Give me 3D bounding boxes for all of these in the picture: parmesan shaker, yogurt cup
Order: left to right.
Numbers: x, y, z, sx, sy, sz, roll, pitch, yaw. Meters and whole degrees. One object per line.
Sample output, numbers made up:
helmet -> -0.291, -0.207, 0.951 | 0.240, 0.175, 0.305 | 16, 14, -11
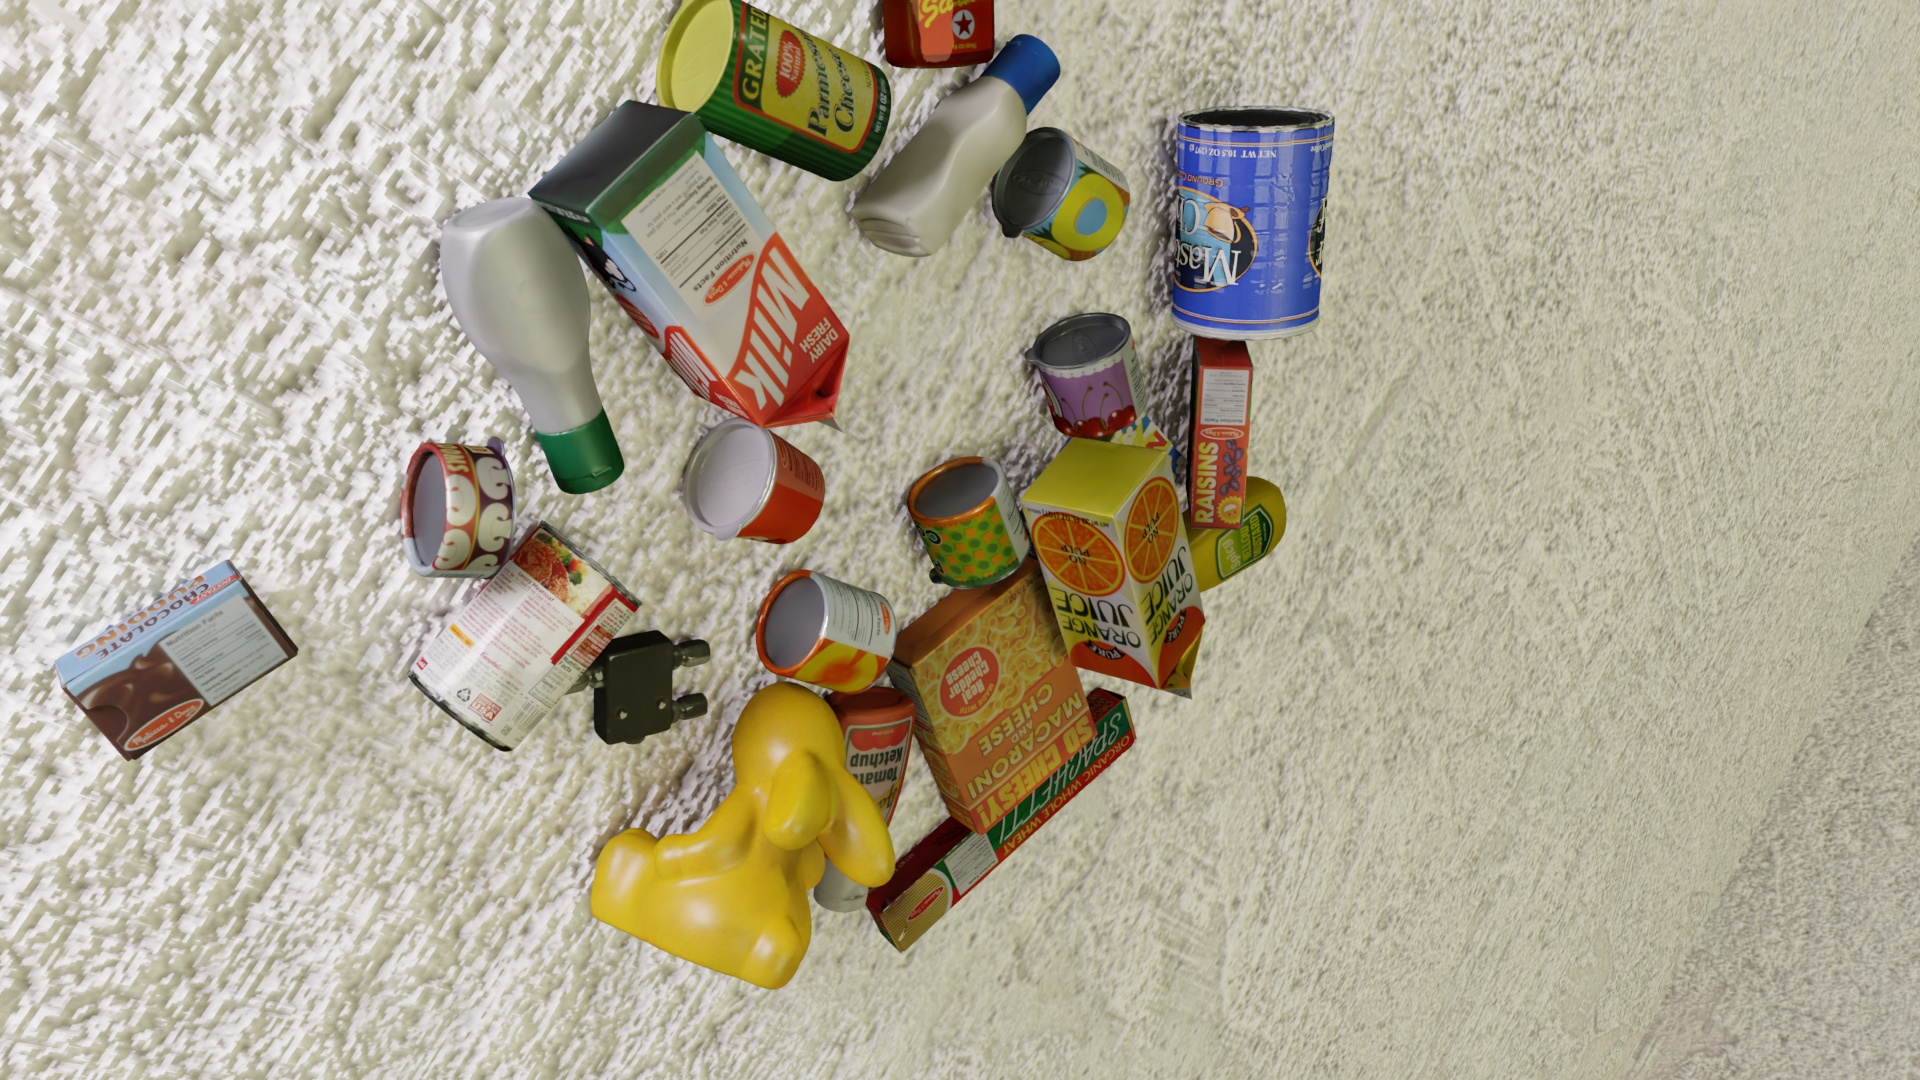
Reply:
yogurt cup -> -0.113, -0.030, 0.781 | 0.054, 0.072, 0.072 | 24, 92, -52
parmesan shaker -> -0.094, -0.233, 0.710 | 0.103, 0.071, 0.071 | 10, 101, -43

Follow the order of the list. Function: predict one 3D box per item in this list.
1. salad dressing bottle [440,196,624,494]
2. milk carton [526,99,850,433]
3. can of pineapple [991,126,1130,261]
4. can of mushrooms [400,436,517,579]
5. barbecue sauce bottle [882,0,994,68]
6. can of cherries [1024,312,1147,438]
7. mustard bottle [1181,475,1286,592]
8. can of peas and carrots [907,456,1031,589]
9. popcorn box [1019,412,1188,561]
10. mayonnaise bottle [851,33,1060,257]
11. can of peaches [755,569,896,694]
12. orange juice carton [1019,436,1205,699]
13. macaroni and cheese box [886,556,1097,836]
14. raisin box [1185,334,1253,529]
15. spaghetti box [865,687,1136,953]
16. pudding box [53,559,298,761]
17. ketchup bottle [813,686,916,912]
salad dressing bottle -> -0.207, -0.093, 0.687 | 0.064, 0.044, 0.147 | -33, 128, -29
milk carton -> -0.126, -0.127, 0.722 | 0.073, 0.072, 0.190 | -48, 131, -14
can of pineapple -> 0.061, -0.210, 0.854 | 0.058, 0.071, 0.071 | 18, 96, -44
can of mushrooms -> -0.243, -0.017, 0.671 | 0.033, 0.071, 0.071 | 2, 106, -40
barbecue sauce bottle -> -0.013, -0.335, 0.752 | 0.065, 0.044, 0.148 | -18, 119, -34
can of cherries -> 0.084, -0.109, 0.920 | 0.072, 0.071, 0.058 | -38, 130, -23
mustard bottle -> 0.184, 0.008, 1.065 | 0.161, 0.049, 0.065 | -32, 125, -27
can of peas and carrots -> 0.003, -0.011, 0.889 | 0.071, 0.071, 0.058 | -40, 129, -22
popcorn box -> 0.097, -0.031, 0.981 | 0.085, 0.038, 0.127 | 40, 80, -43
mayonnaise bottle -> 0.003, -0.228, 0.800 | 0.148, 0.065, 0.041 | -53, 132, -16
can of peaches -> -0.084, 0.057, 0.843 | 0.058, 0.071, 0.071 | 24, 92, -44
orange juice carton -> 0.108, 0.030, 0.928 | 0.073, 0.072, 0.191 | -49, 135, -34
macaroni and cheese box -> 0.024, 0.107, 0.974 | 0.124, 0.040, 0.165 | -37, 128, -24
raisin box -> 0.187, -0.080, 1.006 | 0.040, 0.086, 0.122 | 2, 114, 5
spaghetti box -> 0.034, 0.203, 1.031 | 0.251, 0.029, 0.050 | -38, 129, -23
pudding box -> -0.354, 0.053, 0.628 | 0.084, 0.030, 0.049 | -38, 130, -23
ketchup bottle -> -0.070, 0.172, 0.917 | 0.065, 0.043, 0.148 | -3, 110, -36
